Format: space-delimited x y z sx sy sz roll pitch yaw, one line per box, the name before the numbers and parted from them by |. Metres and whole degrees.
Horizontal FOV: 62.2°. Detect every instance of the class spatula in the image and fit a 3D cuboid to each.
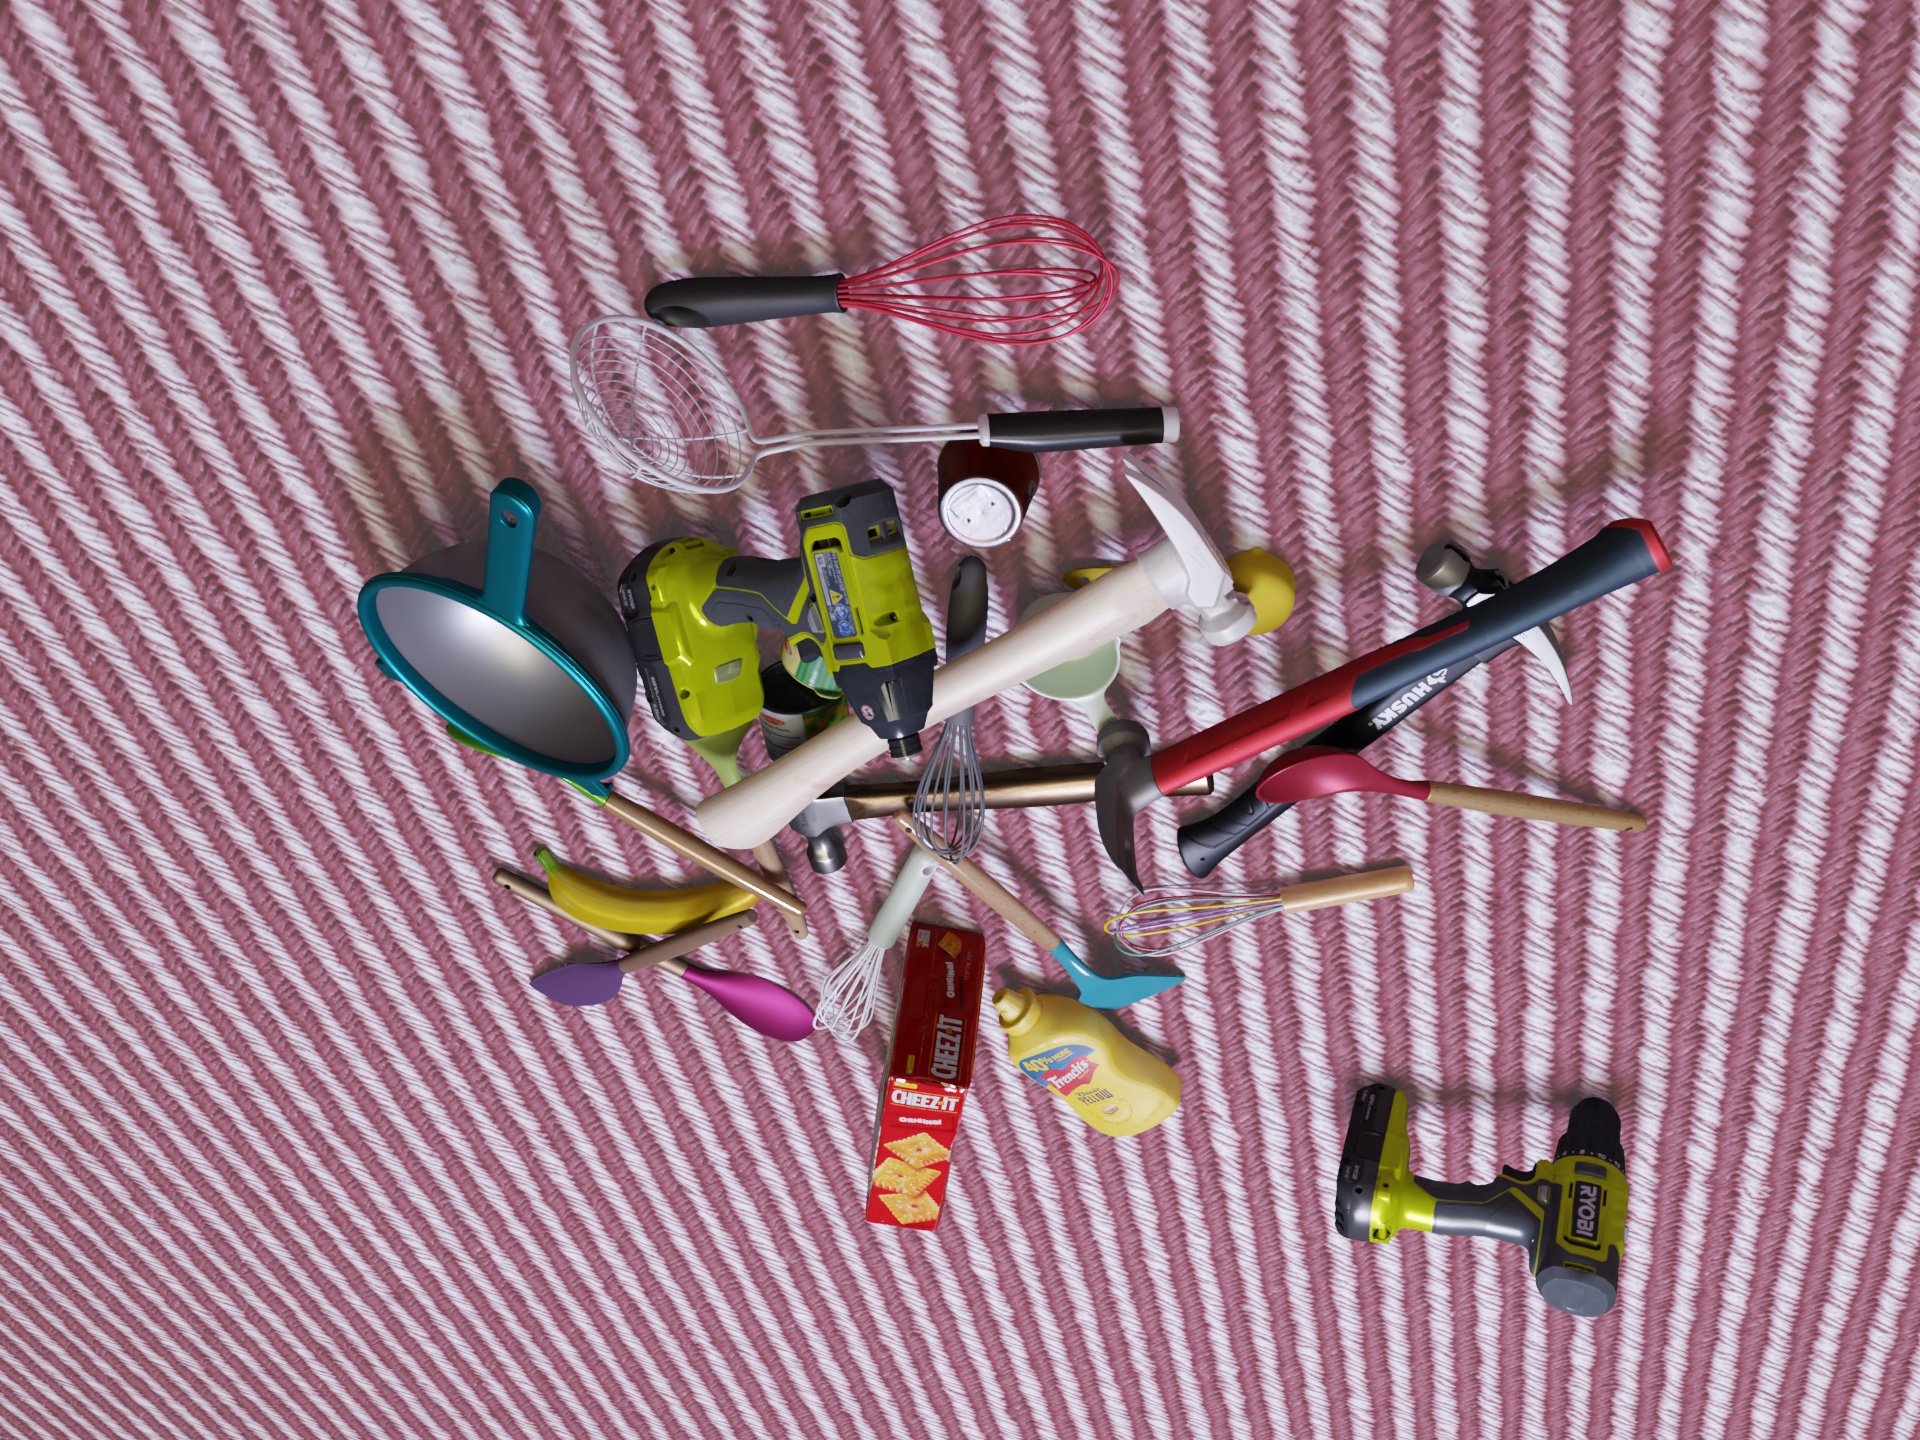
spatula | -0.272 0.206 1.366 0.059 0.018 0.316 38 138 -27
spatula | 0.057 0.157 1.276 0.082 0.044 0.317 -29 123 31

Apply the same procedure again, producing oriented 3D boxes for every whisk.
whisk | -0.070 0.186 1.335 0.057 0.059 0.246 -5 138 -37
whisk | -0.052 -0.255 0.940 0.296 0.073 0.073 1 131 16
whisk | -0.001 -0.004 1.131 0.055 0.055 0.238 7 115 3
whisk | 0.231 0.146 1.250 0.245 0.051 0.047 -12 122 15

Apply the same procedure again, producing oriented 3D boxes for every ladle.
ladle | -0.164 0.066 1.253 0.078 0.062 0.319 -1 137 14
ladle | 0.351 0.053 1.122 0.315 0.031 0.069 9 148 -16

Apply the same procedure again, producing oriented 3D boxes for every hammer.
hammer | 0.276 0.018 1.136 0.146 0.035 0.334 32 128 -17
hammer | 0.258 -0.015 1.007 0.386 0.143 0.038 -27 125 22
hammer | -0.016 -0.025 1.066 0.410 0.038 0.146 -28 122 19
hammer | 0.025 0.051 1.208 0.331 0.031 0.129 -6 130 13

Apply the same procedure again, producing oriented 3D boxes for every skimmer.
skimmer | -0.045 -0.193 0.955 0.363 0.127 0.090 -3 144 -4

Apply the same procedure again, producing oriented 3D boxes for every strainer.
strainer | -0.285 -0.084 1.056 0.211 0.095 0.340 30 149 -3

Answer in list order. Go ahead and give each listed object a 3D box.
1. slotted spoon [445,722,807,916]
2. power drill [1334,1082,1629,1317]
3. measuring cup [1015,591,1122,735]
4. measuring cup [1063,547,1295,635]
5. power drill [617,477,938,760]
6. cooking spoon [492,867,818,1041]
slotted spoon | -0.254 0.073 1.245 0.313 0.070 0.031 32 100 -15
power drill | 0.446 0.385 1.349 0.228 0.191 0.080 8 133 21
measuring cup | 0.096 -0.023 1.127 0.083 0.038 0.167 -19 126 23
measuring cup | 0.147 -0.085 1.069 0.156 0.029 0.062 3 131 4
power drill | -0.114 -0.054 1.029 0.223 0.080 0.171 -4 104 42
cooking spoon | -0.266 0.208 1.399 0.318 0.017 0.068 31 127 -18
